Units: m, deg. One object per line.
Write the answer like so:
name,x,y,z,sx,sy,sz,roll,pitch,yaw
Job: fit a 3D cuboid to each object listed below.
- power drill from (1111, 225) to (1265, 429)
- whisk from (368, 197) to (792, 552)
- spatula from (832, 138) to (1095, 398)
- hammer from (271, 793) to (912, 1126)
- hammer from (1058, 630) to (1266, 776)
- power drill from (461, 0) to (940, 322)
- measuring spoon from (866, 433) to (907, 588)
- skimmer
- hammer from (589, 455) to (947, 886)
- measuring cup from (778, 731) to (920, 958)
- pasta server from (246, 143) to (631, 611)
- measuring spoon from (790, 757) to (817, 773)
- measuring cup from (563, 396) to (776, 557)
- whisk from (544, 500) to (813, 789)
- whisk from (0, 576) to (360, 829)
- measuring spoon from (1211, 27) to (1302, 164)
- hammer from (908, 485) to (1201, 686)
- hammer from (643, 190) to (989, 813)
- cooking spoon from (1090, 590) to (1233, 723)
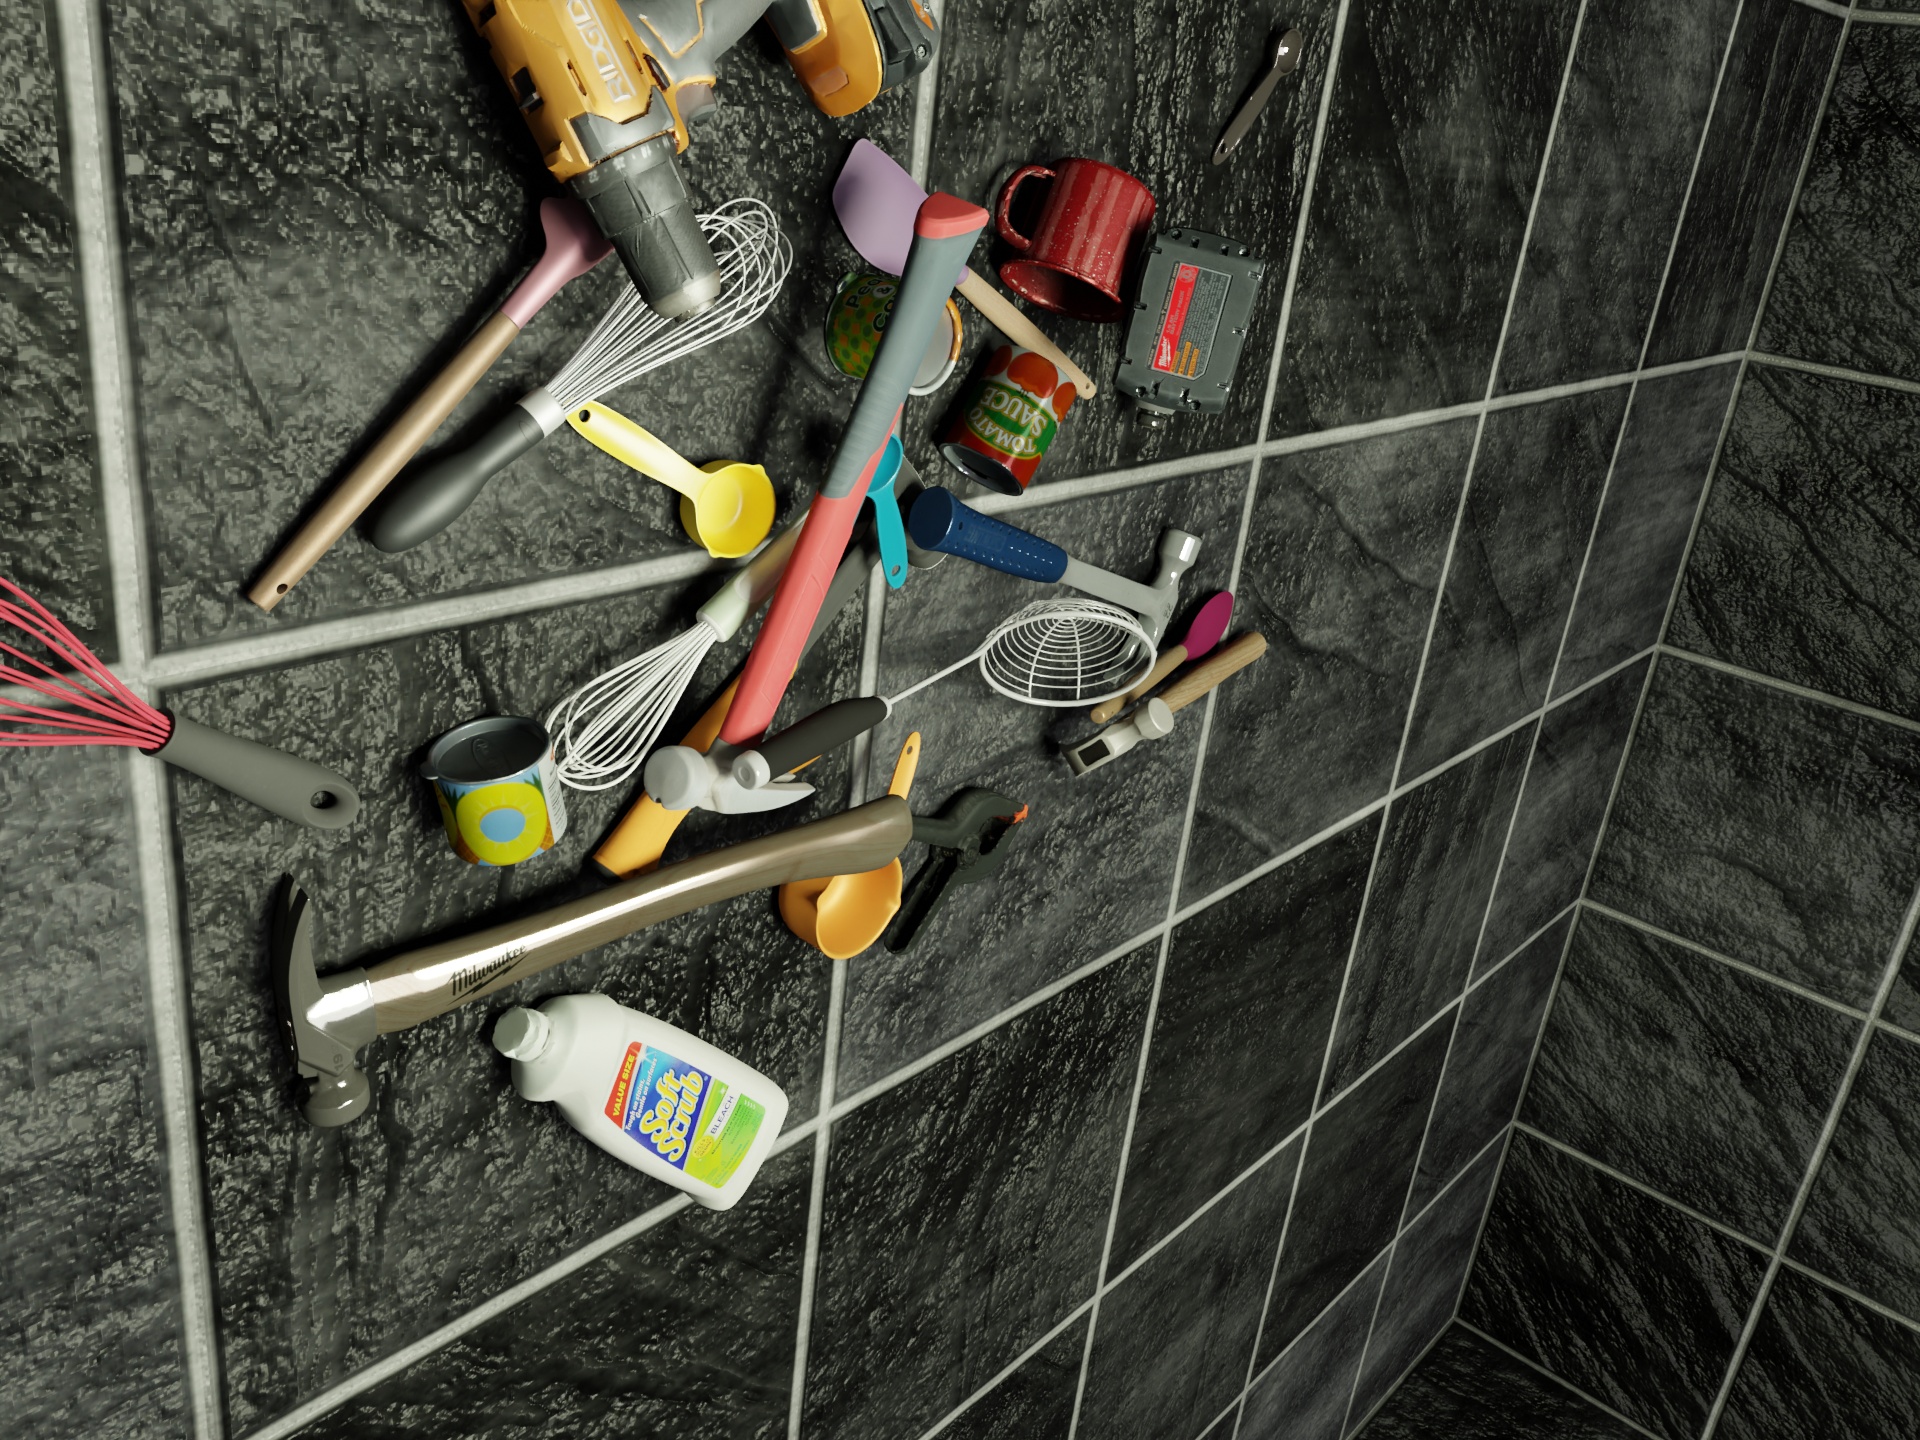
power drill,0.157,-0.279,1.150,0.220,0.078,0.143,-70,174,-77
whisk,-0.197,-0.183,0.837,0.284,0.070,0.070,-45,140,-20
spatula,0.012,-0.287,1.076,0.315,0.018,0.060,25,91,-54
hammer,-0.199,0.105,0.959,0.410,0.038,0.146,-17,122,-36
hammer,0.193,-0.023,1.411,0.331,0.130,0.031,-29,89,-53
power drill,-0.115,-0.321,0.796,0.226,0.084,0.185,-38,112,-32
measuring spoon,-0.053,-0.135,1.023,0.042,0.021,0.128,-38,145,-23
skimmer,-0.002,-0.003,1.059,0.363,0.127,0.090,-29,87,-47
hammer,-0.128,-0.033,1.028,0.337,0.034,0.127,-54,144,-16
measuring cup,-0.076,0.083,1.150,0.095,0.052,0.173,14,97,-55
pasta server,-0.248,-0.182,0.794,0.316,0.040,0.060,-53,143,-11
measuring spoon,-0.126,0.030,1.091,0.117,0.011,0.021,-32,131,-44
measuring cup,-0.172,-0.146,0.920,0.156,0.029,0.062,30,86,-43
whisk,-0.155,-0.051,0.953,0.246,0.058,0.059,-47,-174,-20
whisk,-0.375,-0.001,0.709,0.073,0.073,0.295,-61,151,-7
measuring spoon,0.228,-0.489,1.248,0.124,0.018,0.034,-56,146,-2
hammer,0.078,-0.110,1.218,0.405,0.035,0.144,9,103,-60
hammer,-0.068,-0.122,0.952,0.143,0.038,0.386,3,114,-63
cooking spoon,0.181,-0.051,1.380,0.319,0.017,0.068,-33,144,-56
